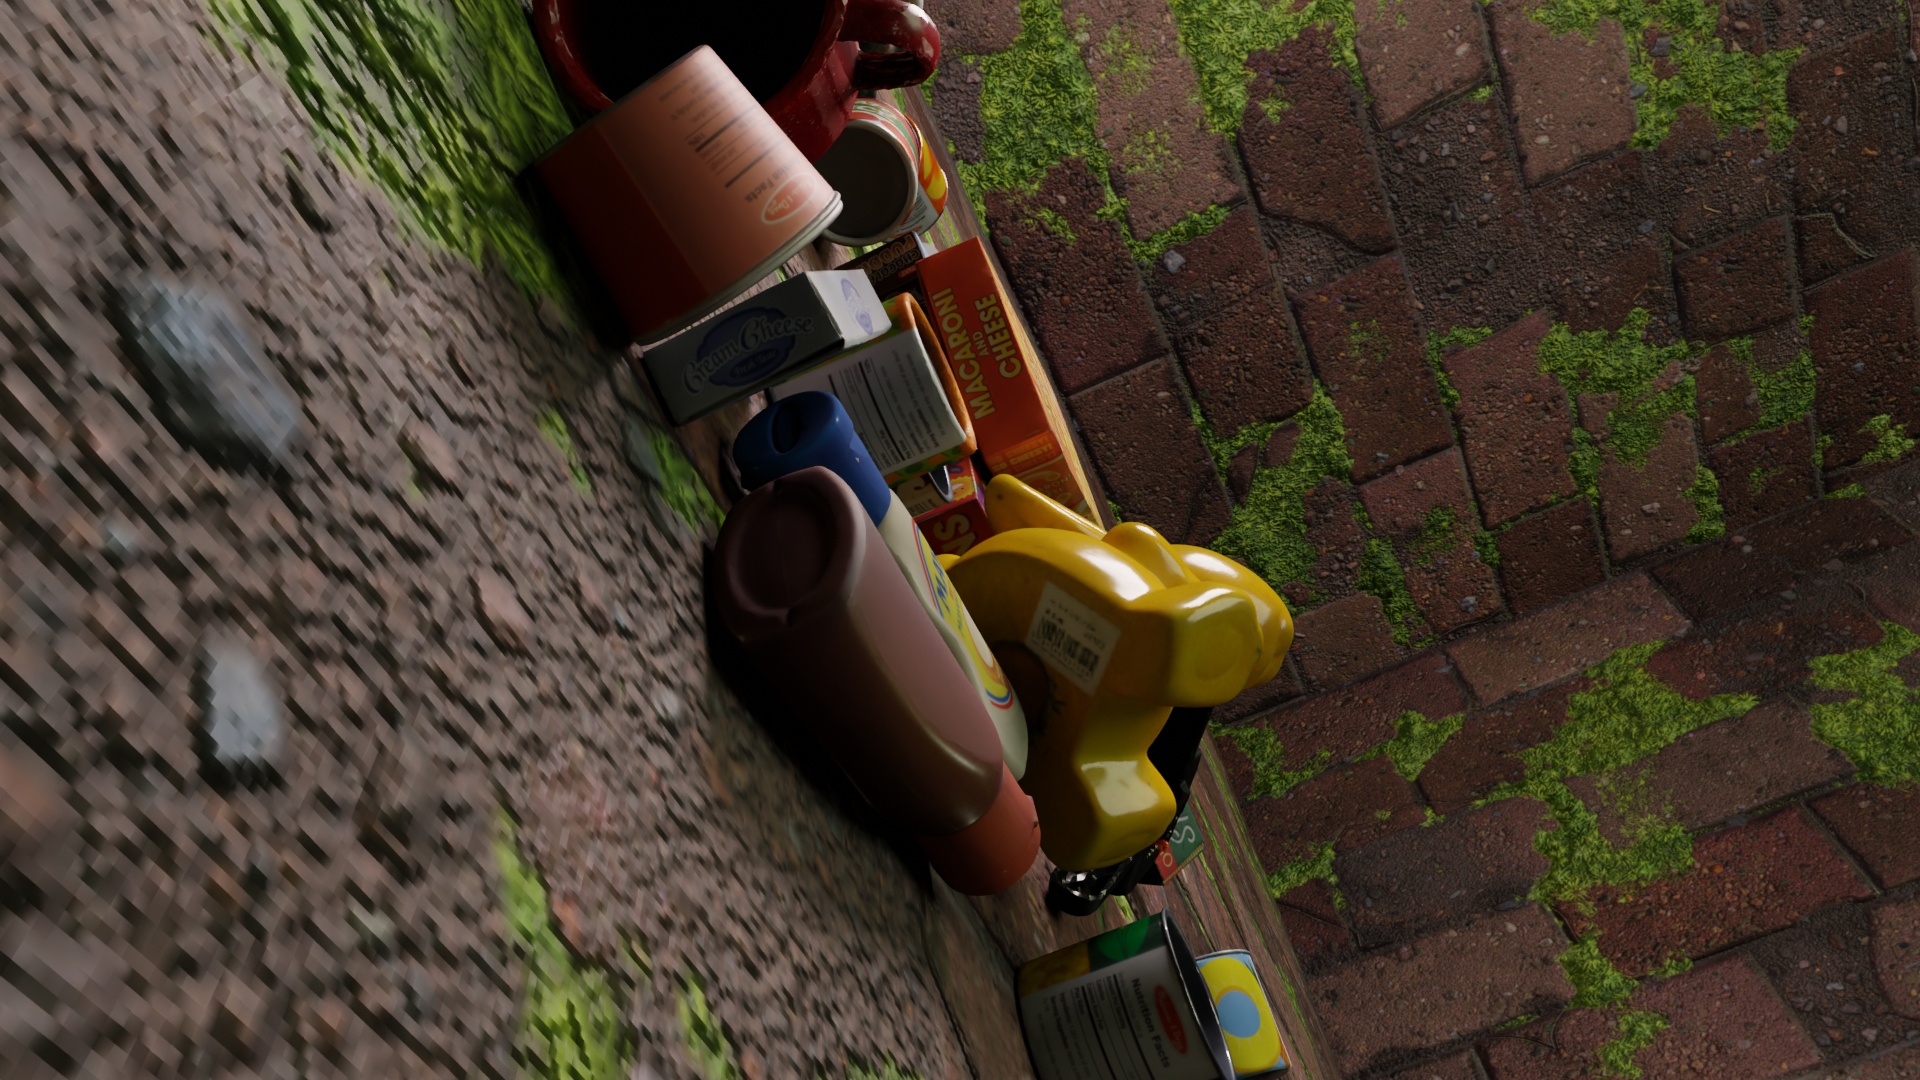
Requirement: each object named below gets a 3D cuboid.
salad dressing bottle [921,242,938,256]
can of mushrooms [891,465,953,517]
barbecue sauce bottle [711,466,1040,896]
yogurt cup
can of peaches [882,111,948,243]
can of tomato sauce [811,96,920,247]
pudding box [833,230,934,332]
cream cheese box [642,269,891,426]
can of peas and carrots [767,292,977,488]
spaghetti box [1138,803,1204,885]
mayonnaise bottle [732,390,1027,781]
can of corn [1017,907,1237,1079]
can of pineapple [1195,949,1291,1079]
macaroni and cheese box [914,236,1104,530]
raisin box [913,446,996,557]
[{"bbox_3d":[-0.019,-0.119,0.845,0.064,0.044,0.148,60,12,-50],"label":"salad dressing bottle"},{"bbox_3d":[-0.032,-0.043,0.589,0.071,0.033,0.071,-25,92,-81],"label":"can of mushrooms"},{"bbox_3d":[-0.017,0.050,0.398,0.065,0.043,0.148,-105,169,-48],"label":"barbecue sauce bottle"},{"bbox_3d":[-0.073,-0.091,0.363,0.054,0.072,0.073,55,12,-21],"label":"yogurt cup"},{"bbox_3d":[-0.048,-0.233,0.881,0.058,0.071,0.071,43,25,-69],"label":"can of peaches"},{"bbox_3d":[-0.055,-0.200,0.744,0.083,0.071,0.071,-93,159,-65],"label":"can of tomato sauce"},{"bbox_3d":[-0.032,-0.131,0.767,0.083,0.049,0.030,50,17,-66],"label":"pudding box"},{"bbox_3d":[-0.055,-0.061,0.423,0.024,0.053,0.104,64,9,-8],"label":"cream cheese box"},{"bbox_3d":[-0.033,-0.053,0.522,0.071,0.058,0.071,-25,92,-82],"label":"can of peas and carrots"},{"bbox_3d":[0.086,0.100,0.884,0.050,0.028,0.249,-30,100,-41],"label":"spaghetti box"},{"bbox_3d":[-0.023,0.019,0.449,0.065,0.041,0.147,-105,169,-53],"label":"mayonnaise bottle"},{"bbox_3d":[0.060,0.174,0.498,0.071,0.058,0.071,-25,92,-82],"label":"can of corn"},{"bbox_3d":[0.119,0.240,0.680,0.071,0.071,0.058,53,16,-59],"label":"can of pineapple"},{"bbox_3d":[0.031,-0.067,0.752,0.166,0.040,0.124,51,18,-63],"label":"macaroni and cheese box"},{"bbox_3d":[0.002,-0.009,0.694,0.124,0.040,0.085,-100,166,-61],"label":"raisin box"}]
